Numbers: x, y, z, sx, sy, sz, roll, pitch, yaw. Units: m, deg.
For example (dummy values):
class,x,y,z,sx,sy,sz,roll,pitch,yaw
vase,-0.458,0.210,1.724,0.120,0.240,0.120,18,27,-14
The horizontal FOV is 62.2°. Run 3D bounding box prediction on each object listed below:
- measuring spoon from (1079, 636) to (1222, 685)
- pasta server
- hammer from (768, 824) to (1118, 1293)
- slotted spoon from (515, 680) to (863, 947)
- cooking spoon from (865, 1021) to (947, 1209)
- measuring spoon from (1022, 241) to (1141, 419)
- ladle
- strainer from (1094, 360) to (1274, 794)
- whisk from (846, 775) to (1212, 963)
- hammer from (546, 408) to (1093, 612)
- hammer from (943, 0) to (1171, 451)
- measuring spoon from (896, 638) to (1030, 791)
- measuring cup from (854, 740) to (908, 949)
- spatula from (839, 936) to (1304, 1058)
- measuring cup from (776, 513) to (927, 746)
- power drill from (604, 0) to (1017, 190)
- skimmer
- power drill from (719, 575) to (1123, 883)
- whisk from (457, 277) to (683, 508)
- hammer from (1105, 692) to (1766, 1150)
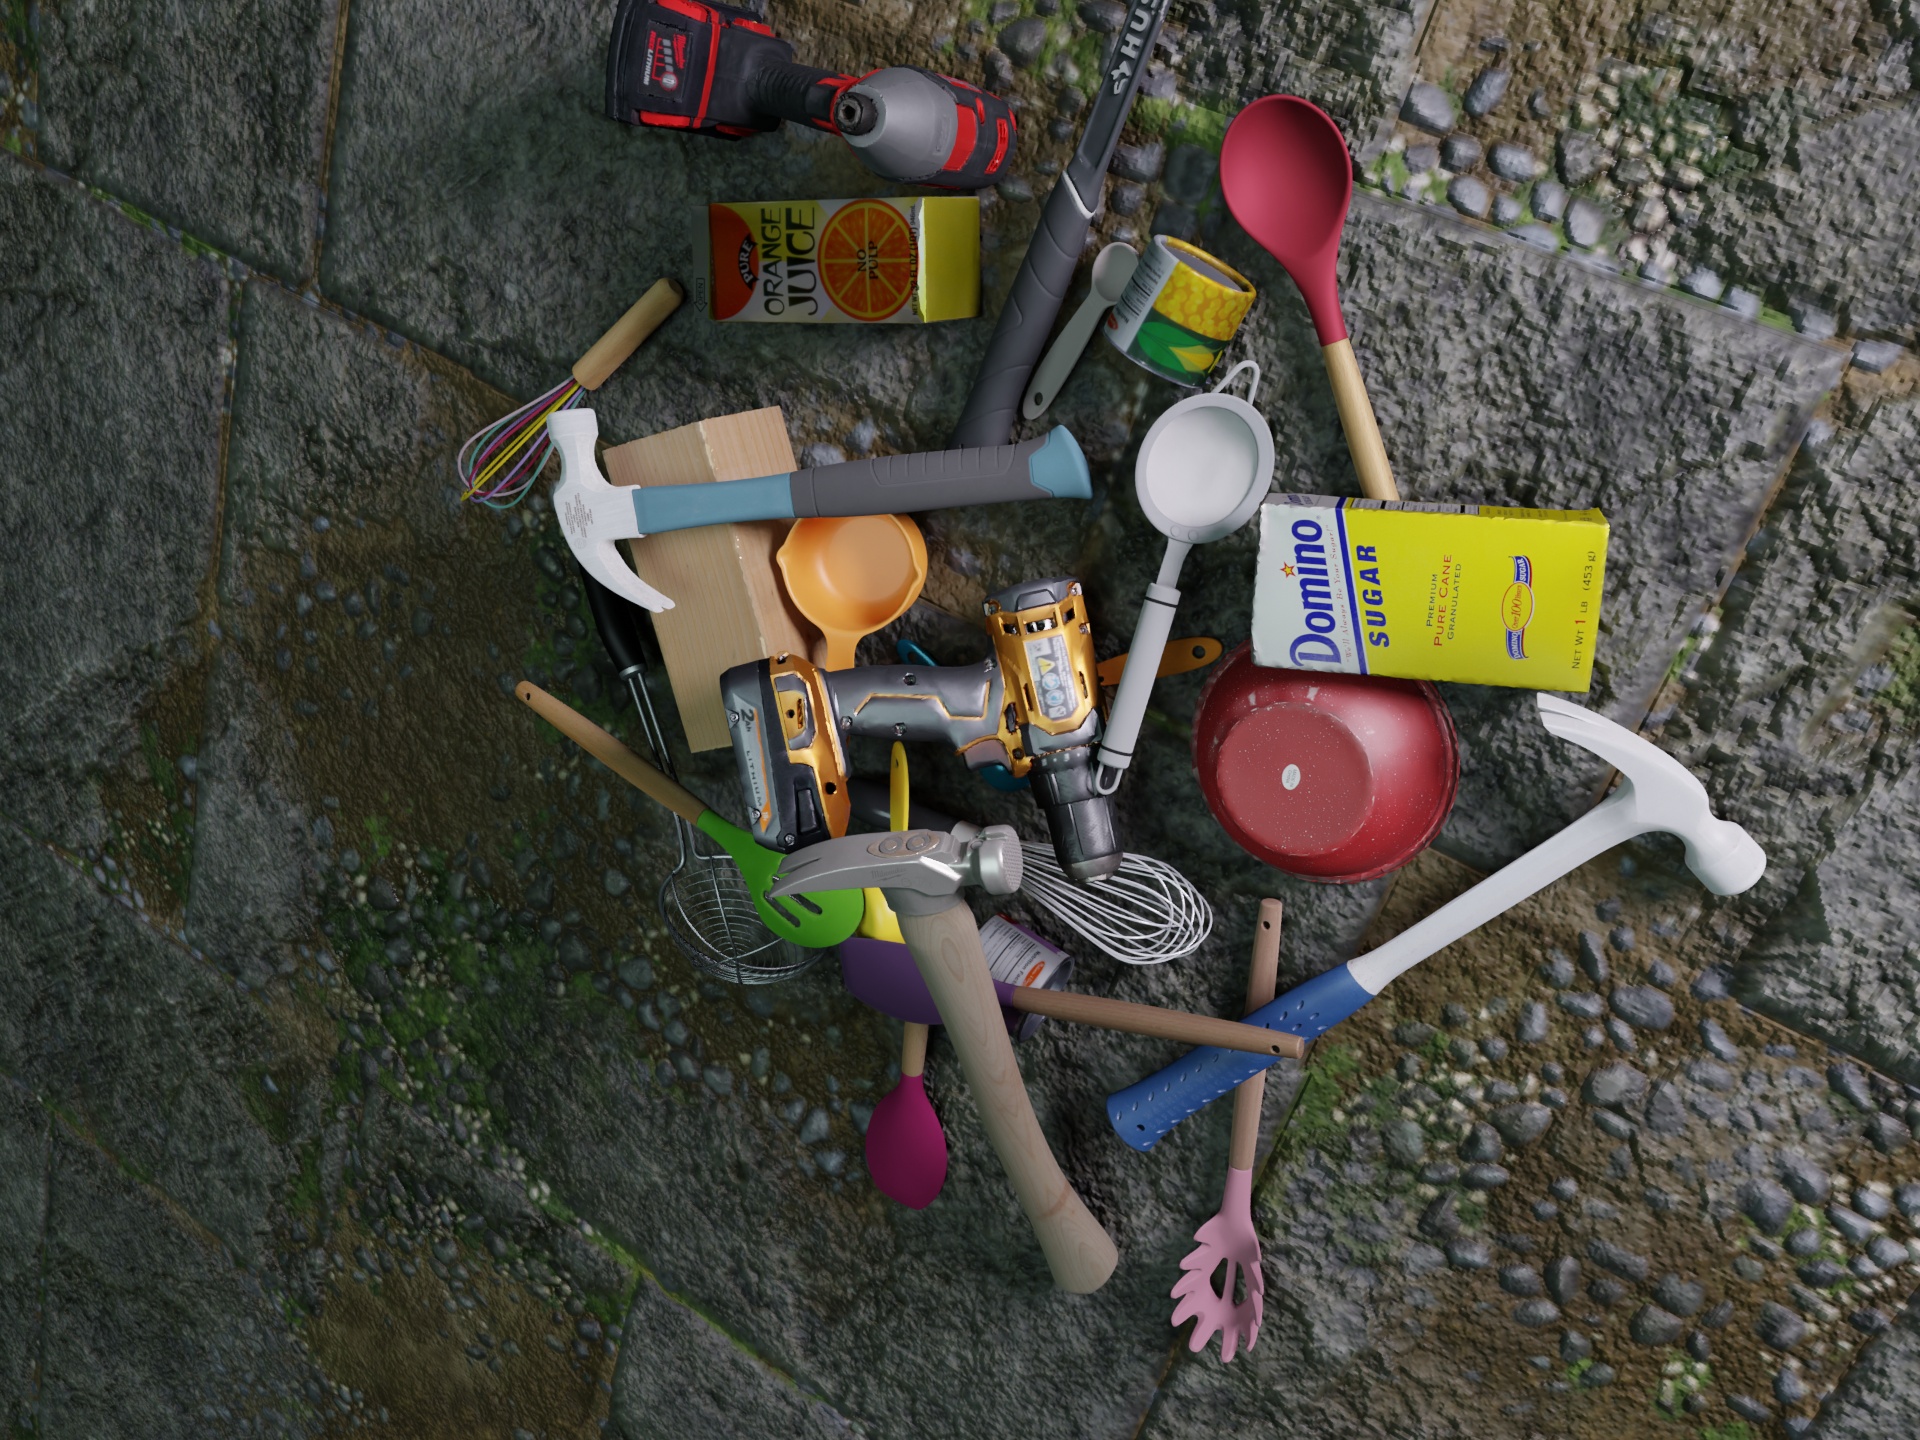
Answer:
class,x,y,z,sx,sy,sz,roll,pitch,yaw
measuring spoon,0.106,-0.032,0.977,0.117,0.011,0.021,-13,99,32
pasta server,0.179,0.263,1.013,0.060,0.040,0.316,11,109,24
hammer,0.014,0.229,0.999,0.146,0.038,0.410,-7,126,19
slotted spoon,-0.196,0.055,1.090,0.314,0.031,0.070,33,100,22
cooking spoon,-0.032,0.224,1.108,0.069,0.017,0.318,21,123,23
measuring spoon,0.072,-0.226,0.937,0.034,0.018,0.124,55,131,24
ladle,0.212,-0.181,0.864,0.069,0.031,0.315,-14,100,30
strainer,0.116,-0.080,0.913,0.050,0.086,0.258,35,111,65
whisk,0.032,0.088,1.035,0.285,0.070,0.070,20,114,28
hammer,-0.086,-0.138,0.956,0.331,0.033,0.128,-4,101,12
hammer,0.069,-0.316,0.885,0.149,0.036,0.408,43,125,30
measuring spoon,-0.002,-0.003,1.039,0.128,0.021,0.042,47,121,7
measuring cup,-0.052,0.084,1.039,0.062,0.029,0.156,44,138,49
spatula,0.058,0.178,0.985,0.316,0.018,0.059,4,112,30
measuring cup,-0.069,-0.061,1.030,0.095,0.052,0.173,9,105,11
power drill,-0.090,-0.357,0.910,0.220,0.143,0.078,24,113,24
skimmer,-0.200,0.021,1.155,0.127,0.090,0.363,-23,83,27
power drill,-0.016,0.024,0.963,0.226,0.084,0.185,-13,88,0
whisk,-0.277,-0.224,1.114,0.245,0.047,0.051,-35,86,29
hammer,0.235,0.138,0.912,0.144,0.035,0.405,43,121,-11
